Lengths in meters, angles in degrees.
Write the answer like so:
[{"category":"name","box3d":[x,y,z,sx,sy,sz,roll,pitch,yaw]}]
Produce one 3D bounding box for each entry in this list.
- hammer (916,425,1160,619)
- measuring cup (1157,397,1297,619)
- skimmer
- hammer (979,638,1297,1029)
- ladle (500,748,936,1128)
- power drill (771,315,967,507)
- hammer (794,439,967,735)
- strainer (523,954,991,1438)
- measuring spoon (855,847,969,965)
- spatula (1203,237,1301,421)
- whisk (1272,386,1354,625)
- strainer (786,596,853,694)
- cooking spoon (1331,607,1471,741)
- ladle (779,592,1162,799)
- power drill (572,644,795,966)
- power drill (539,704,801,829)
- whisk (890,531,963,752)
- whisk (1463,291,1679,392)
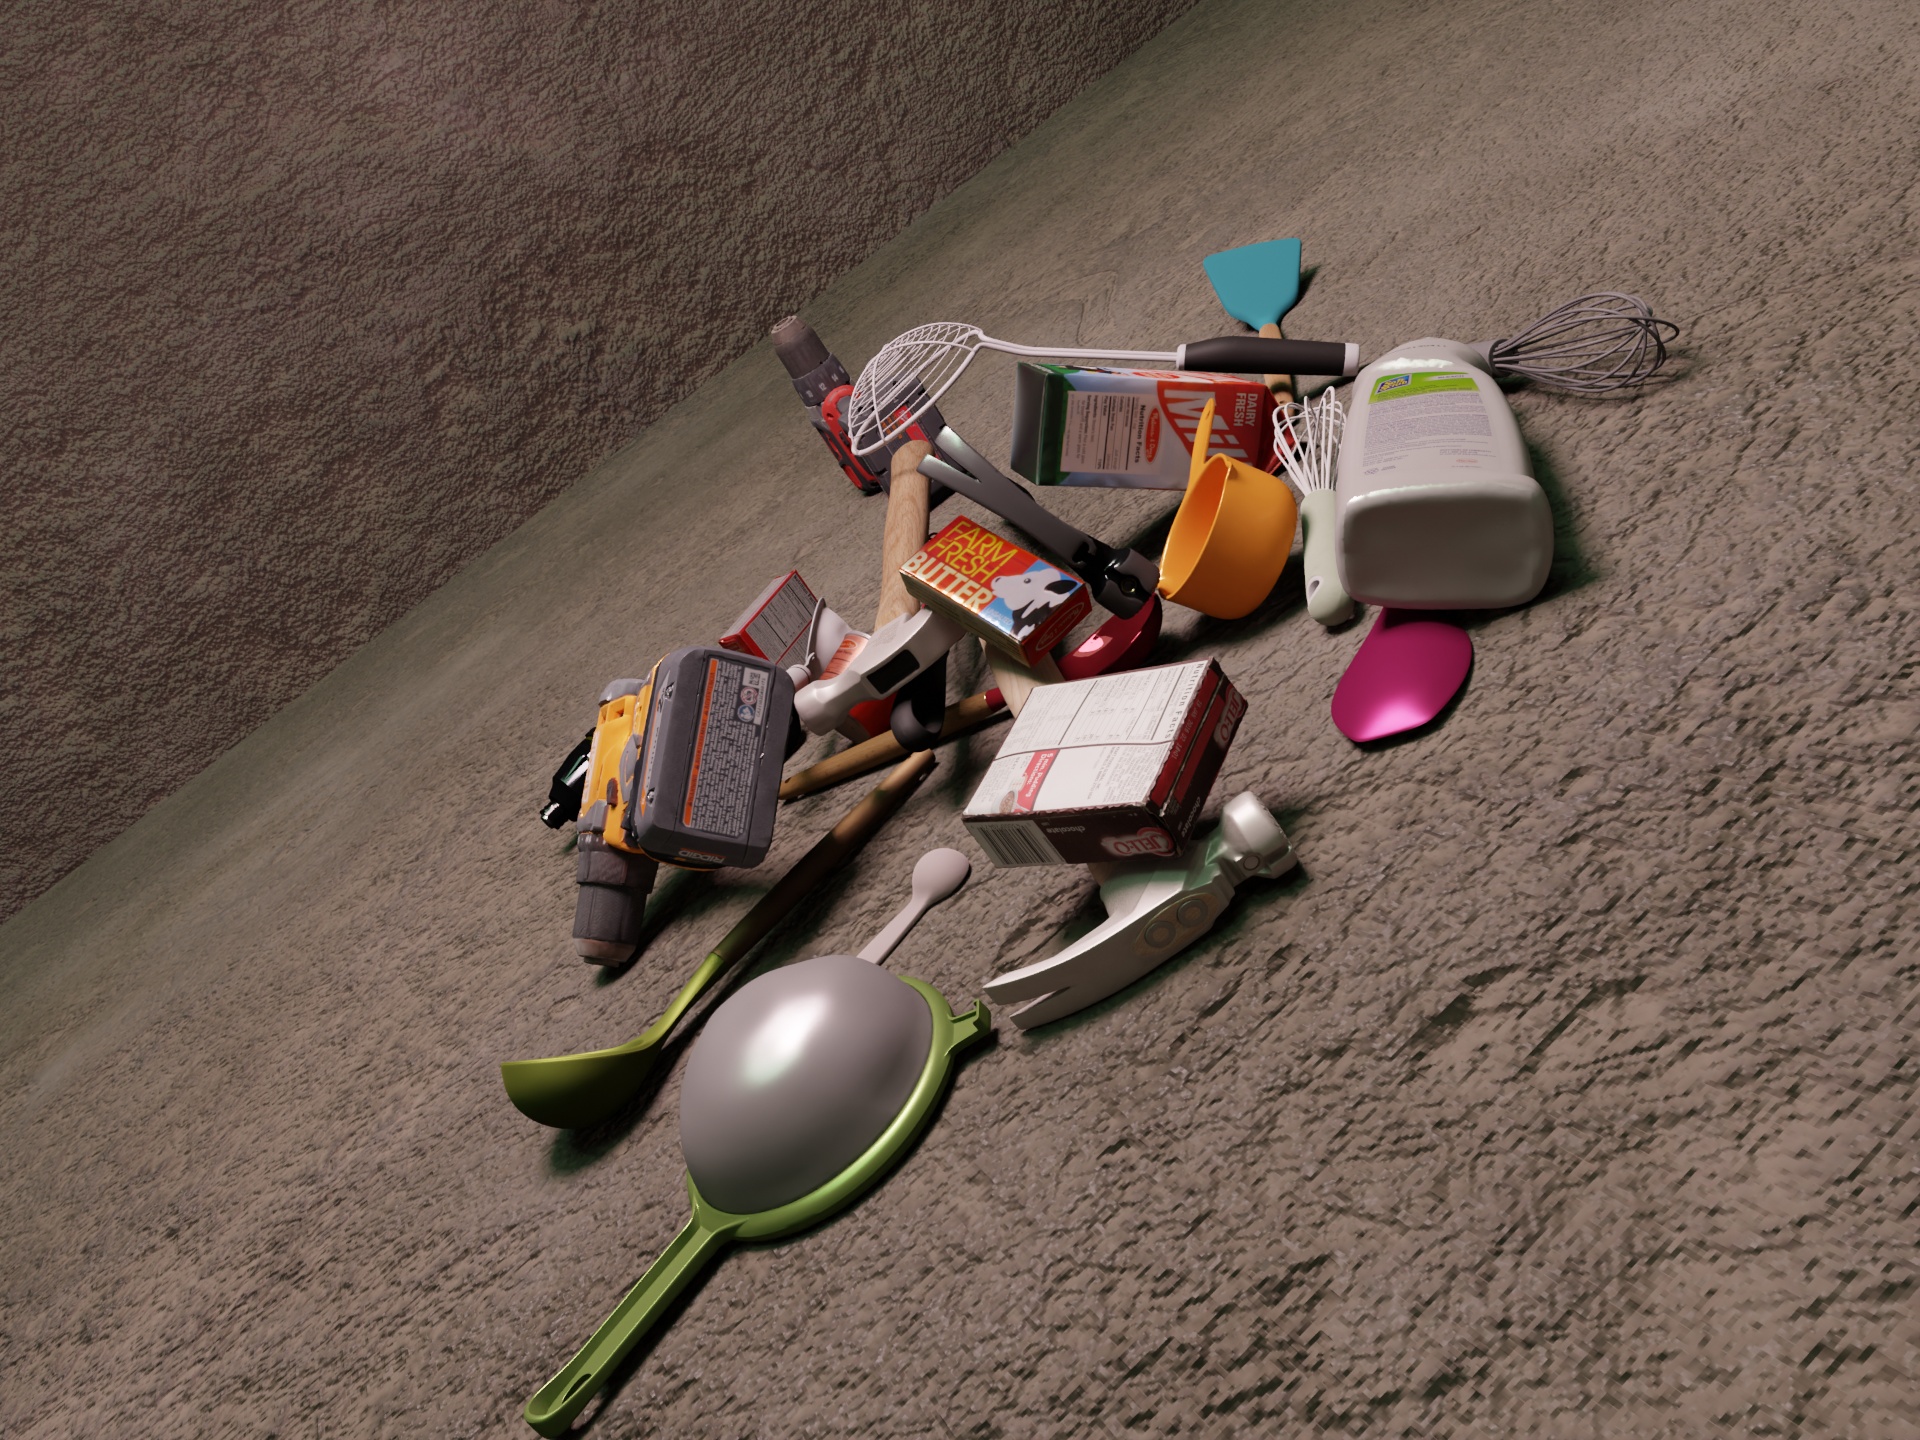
[{"category":"hammer","box3d":[0.037,-0.145,1.076,0.036,0.149,0.409,-55,8,7]},{"category":"measuring cup","box3d":[0.160,-0.130,0.928,0.174,0.052,0.095,-76,11,-45]},{"category":"skimmer","box3d":[0.096,-0.234,1.140,0.363,0.090,0.127,3,35,8]},{"category":"hammer","box3d":[0.041,0.003,0.857,0.146,0.038,0.411,-35,28,6]},{"category":"ladle","box3d":[-0.128,0.111,0.915,0.320,0.062,0.078,-45,10,-27]},{"category":"power drill","box3d":[-0.094,-0.289,1.492,0.080,0.187,0.227,-38,26,-7]},{"category":"hammer","box3d":[-0.035,-0.113,1.050,0.130,0.031,0.332,-31,26,18]},{"category":"strainer","box3d":[-0.112,0.192,0.708,0.151,0.069,0.256,0,41,53]},{"category":"measuring spoon","box3d":[-0.042,0.110,0.839,0.124,0.018,0.034,-46,25,-22]},{"category":"spatula","box3d":[0.235,-0.299,1.219,0.082,0.044,0.318,-9,31,12]},{"category":"whisk","box3d":[0.210,-0.127,0.920,0.247,0.059,0.057,-77,9,-53]},{"category":"strainer","box3d":[-0.109,-0.029,1.109,0.050,0.087,0.258,7,16,9]},{"category":"cooking spoon","box3d":[0.235,-0.089,0.836,0.069,0.017,0.319,-19,28,30]},{"category":"ladle","box3d":[-0.002,-0.003,0.997,0.315,0.031,0.069,-23,25,32]},{"category":"power drill","box3d":[-0.182,0.056,0.963,0.226,0.084,0.185,-17,63,62]},{"category":"power drill","box3d":[-0.228,0.023,1.210,0.171,0.080,0.223,-46,21,-23]},{"category":"whisk","box3d":[-0.018,-0.055,1.034,0.073,0.073,0.296,-29,22,17]},{"category":"whisk","box3d":[0.319,-0.213,0.931,0.055,0.055,0.239,-41,18,-13]}]
